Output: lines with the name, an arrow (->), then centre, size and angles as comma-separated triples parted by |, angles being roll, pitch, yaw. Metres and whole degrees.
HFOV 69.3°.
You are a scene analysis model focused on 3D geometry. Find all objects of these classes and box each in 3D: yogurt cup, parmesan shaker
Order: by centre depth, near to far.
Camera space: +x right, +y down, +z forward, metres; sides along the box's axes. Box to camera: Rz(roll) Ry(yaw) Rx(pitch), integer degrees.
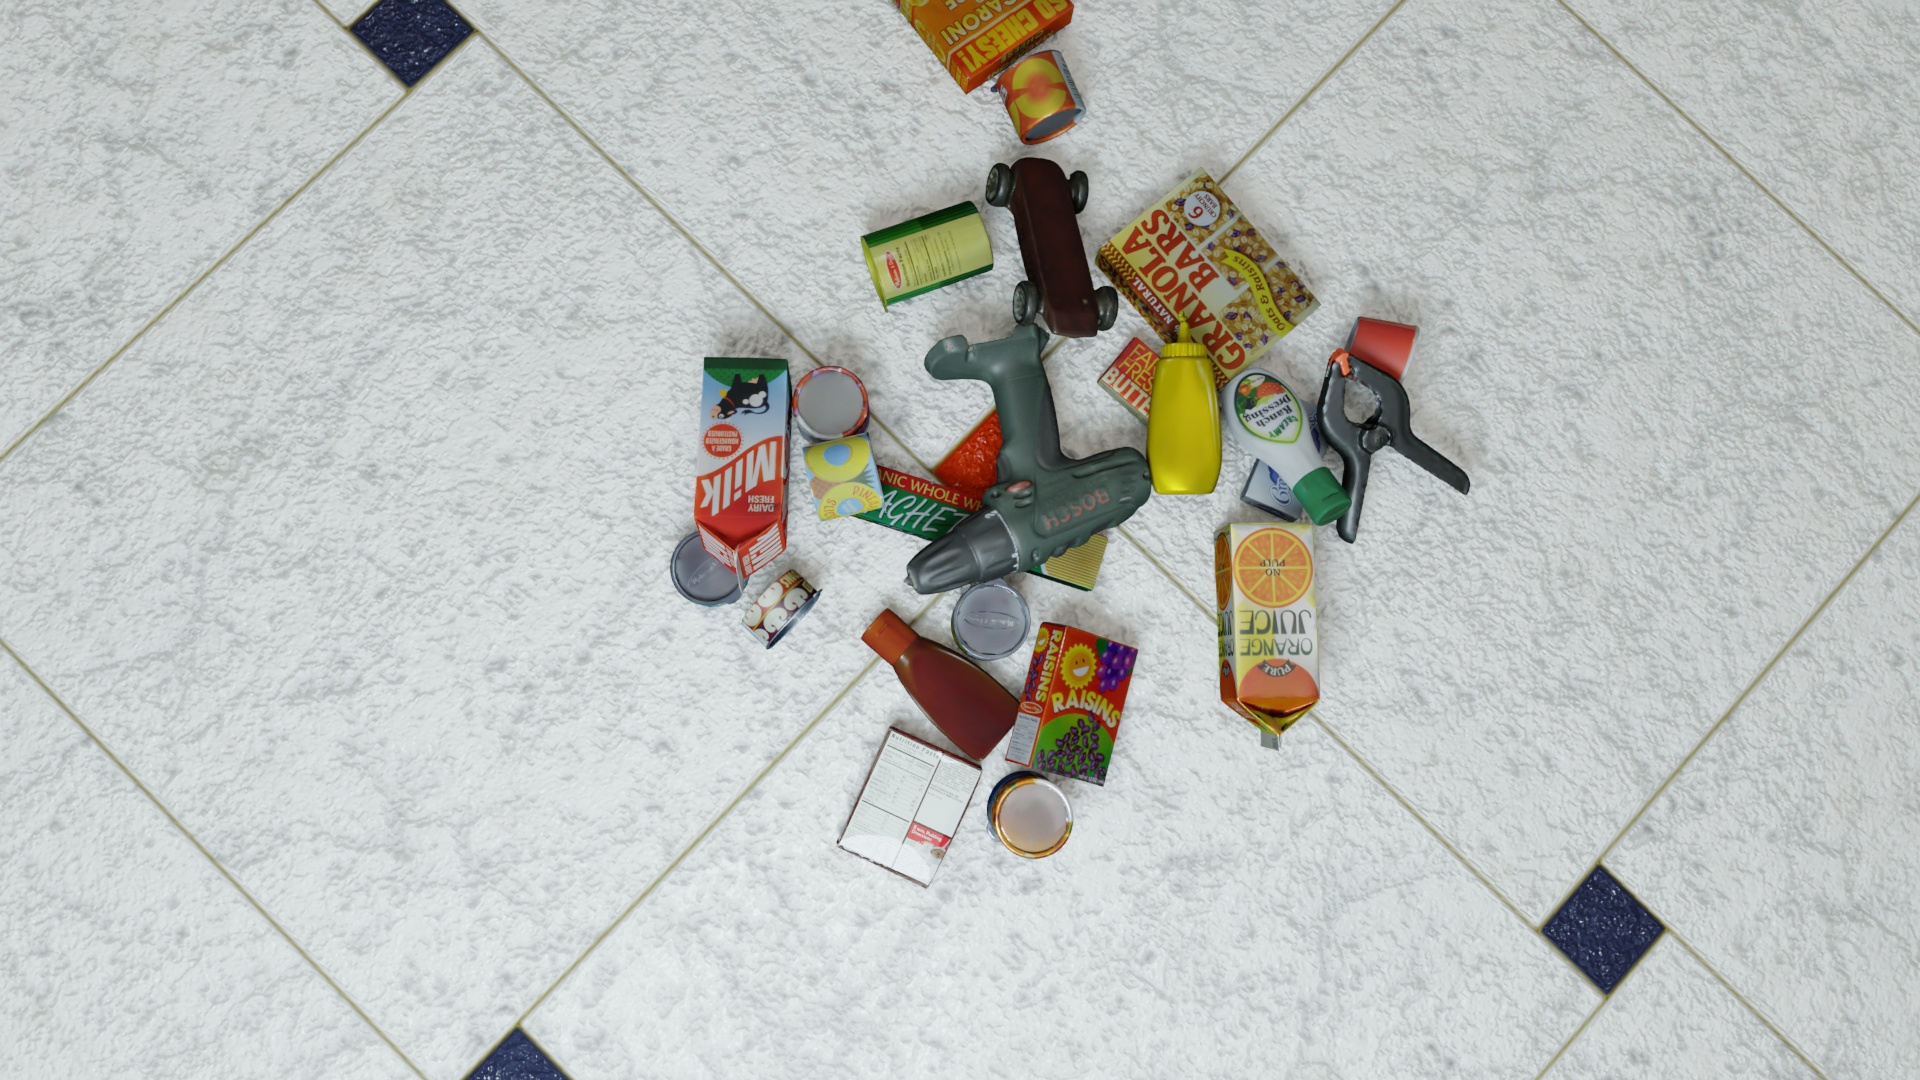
parmesan shaker -> -0.029, -0.251, 1.228 | 0.103, 0.071, 0.071 | -20, 85, -5
yogurt cup -> 0.371, -0.166, 1.237 | 0.054, 0.072, 0.072 | 19, 83, 8

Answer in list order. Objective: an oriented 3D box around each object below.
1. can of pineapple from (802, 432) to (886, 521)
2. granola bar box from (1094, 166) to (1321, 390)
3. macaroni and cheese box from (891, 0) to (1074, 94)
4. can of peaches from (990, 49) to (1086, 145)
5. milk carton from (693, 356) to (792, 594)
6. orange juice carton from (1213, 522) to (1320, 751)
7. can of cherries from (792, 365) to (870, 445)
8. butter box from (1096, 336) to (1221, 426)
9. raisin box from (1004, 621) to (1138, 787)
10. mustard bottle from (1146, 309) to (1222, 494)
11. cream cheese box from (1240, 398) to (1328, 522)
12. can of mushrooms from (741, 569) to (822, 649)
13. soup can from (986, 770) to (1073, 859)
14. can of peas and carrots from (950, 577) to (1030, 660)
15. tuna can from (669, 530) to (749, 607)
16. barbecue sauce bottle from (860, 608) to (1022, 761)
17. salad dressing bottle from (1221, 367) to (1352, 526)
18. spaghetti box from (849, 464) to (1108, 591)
can of pineapple -> -0.098, -0.052, 1.168 | 0.058, 0.071, 0.071 | -13, 84, -3
granola bar box -> 0.221, -0.232, 1.249 | 0.124, 0.039, 0.165 | -40, 87, -6
macaroni and cheese box -> 0.005, -0.511, 1.272 | 0.124, 0.040, 0.166 | -36, 86, -6
can of peaches -> 0.071, -0.396, 1.249 | 0.071, 0.071, 0.058 | -24, 86, -5
milk carton -> -0.182, -0.055, 1.170 | 0.073, 0.072, 0.191 | 1, 68, -3
orange juice carton -> 0.263, 0.083, 1.197 | 0.073, 0.071, 0.193 | -1, 83, -2
can of cherries -> -0.112, -0.117, 1.210 | 0.071, 0.058, 0.071 | 0, 84, -2
butter box -> 0.177, -0.129, 1.242 | 0.103, 0.024, 0.053 | 41, 84, 2
raisin box -> 0.096, 0.139, 1.182 | 0.086, 0.040, 0.123 | 20, 82, -31
mustard bottle -> 0.194, -0.119, 1.201 | 0.065, 0.049, 0.160 | 1, 89, 7
cream cheese box -> 0.294, -0.074, 1.242 | 0.053, 0.024, 0.104 | 23, 83, 2
can of mushrooms -> -0.152, 0.057, 1.183 | 0.033, 0.071, 0.071 | 43, 84, 4
soup can -> 0.056, 0.231, 1.164 | 0.071, 0.083, 0.071 | 0, 84, -2
can of peas and carrots -> 0.025, 0.068, 1.194 | 0.071, 0.058, 0.071 | 0, 83, -3
tuna can -> -0.214, 0.026, 1.201 | 0.071, 0.033, 0.071 | 0, 83, -3
barbecue sauce bottle -> -0.019, 0.119, 1.194 | 0.148, 0.043, 0.065 | 41, 80, 3
salad dressing bottle -> 0.282, -0.081, 1.198 | 0.064, 0.044, 0.148 | -27, 66, -5
spaghetti box -> 0.004, -0.015, 1.219 | 0.250, 0.028, 0.050 | 18, 82, -1
